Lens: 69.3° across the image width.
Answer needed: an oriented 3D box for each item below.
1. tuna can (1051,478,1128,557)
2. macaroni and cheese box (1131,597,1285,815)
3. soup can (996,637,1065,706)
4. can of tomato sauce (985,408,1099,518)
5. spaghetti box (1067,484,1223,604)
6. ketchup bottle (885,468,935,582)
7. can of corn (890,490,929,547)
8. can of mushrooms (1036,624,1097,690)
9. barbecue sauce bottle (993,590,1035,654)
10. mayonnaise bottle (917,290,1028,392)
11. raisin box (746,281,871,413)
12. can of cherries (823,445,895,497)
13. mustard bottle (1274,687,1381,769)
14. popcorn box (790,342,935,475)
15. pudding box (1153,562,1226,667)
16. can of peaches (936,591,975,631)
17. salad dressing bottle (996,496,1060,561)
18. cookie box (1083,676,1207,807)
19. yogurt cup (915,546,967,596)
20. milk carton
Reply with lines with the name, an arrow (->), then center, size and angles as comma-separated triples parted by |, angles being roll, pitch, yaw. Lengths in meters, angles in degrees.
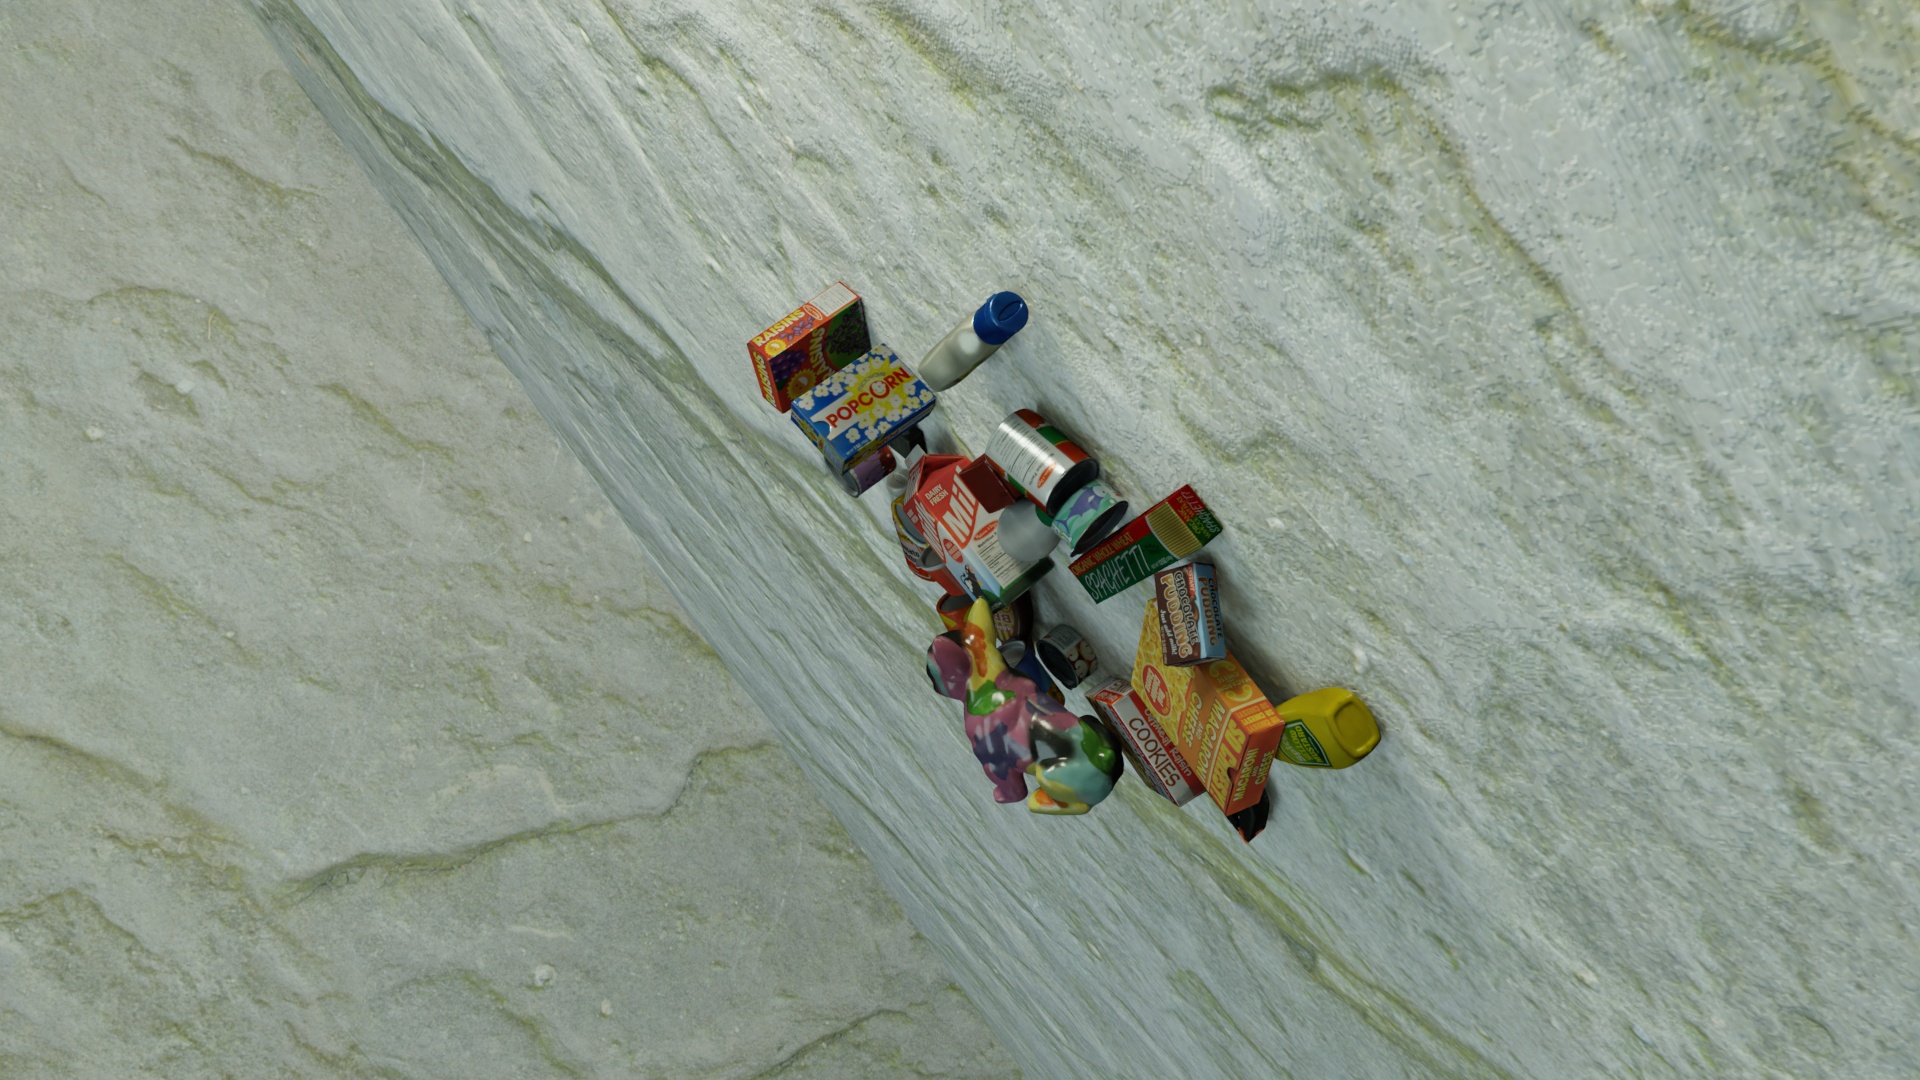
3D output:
tuna can -> 0.114, -0.020, 1.245 | 0.033, 0.071, 0.070 | 46, 159, 19
macaroni and cheese box -> 0.218, 0.146, 1.251 | 0.123, 0.040, 0.167 | 93, 153, -45
soup can -> 0.070, 0.162, 1.555 | 0.083, 0.071, 0.071 | 54, 160, -21
can of tomato sauce -> 0.074, -0.070, 1.257 | 0.083, 0.071, 0.070 | 42, 157, 27
spaghetti box -> 0.161, 0.008, 1.253 | 0.050, 0.029, 0.249 | 52, 159, 2
ketchup bottle -> -0.053, -0.020, 1.637 | 0.065, 0.044, 0.148 | 34, 153, 40
can of corn -> -0.036, -0.036, 1.554 | 0.071, 0.058, 0.070 | 43, 157, 23
can of mushrooms -> 0.118, 0.129, 1.534 | 0.071, 0.033, 0.070 | 42, 157, 23
barbecue sauce bottle -> 0.055, 0.085, 1.579 | 0.065, 0.044, 0.147 | 23, 147, 34
mayonnaise bottle -> 0.014, -0.176, 1.218 | 0.041, 0.065, 0.147 | 51, 156, -6
raisin box -> -0.156, -0.200, 1.443 | 0.040, 0.124, 0.085 | 40, 156, 28
can of cherries -> -0.119, -0.095, 1.633 | 0.071, 0.058, 0.071 | 44, 158, 23
mustard bottle -> 0.296, 0.166, 1.196 | 0.065, 0.049, 0.160 | 57, 159, 1
popcorn box -> -0.100, -0.136, 1.425 | 0.085, 0.127, 0.038 | 47, 155, 12
pudding box -> 0.197, 0.064, 1.192 | 0.049, 0.030, 0.084 | -18, 72, 47
can of peaches -> 0.010, 0.090, 1.645 | 0.071, 0.071, 0.058 | 16, 138, 58
salad dressing bottle -> 0.079, -0.020, 1.360 | 0.064, 0.044, 0.147 | 53, 158, 2
cookie box -> 0.190, 0.203, 1.433 | 0.123, 0.040, 0.167 | 56, 175, 0
yogurt cup -> -0.005, 0.027, 1.586 | 0.054, 0.072, 0.072 | 53, 161, -25
milk carton -> 0.005, -0.018, 1.473 | 0.190, 0.074, 0.072 | 52, 160, 1
